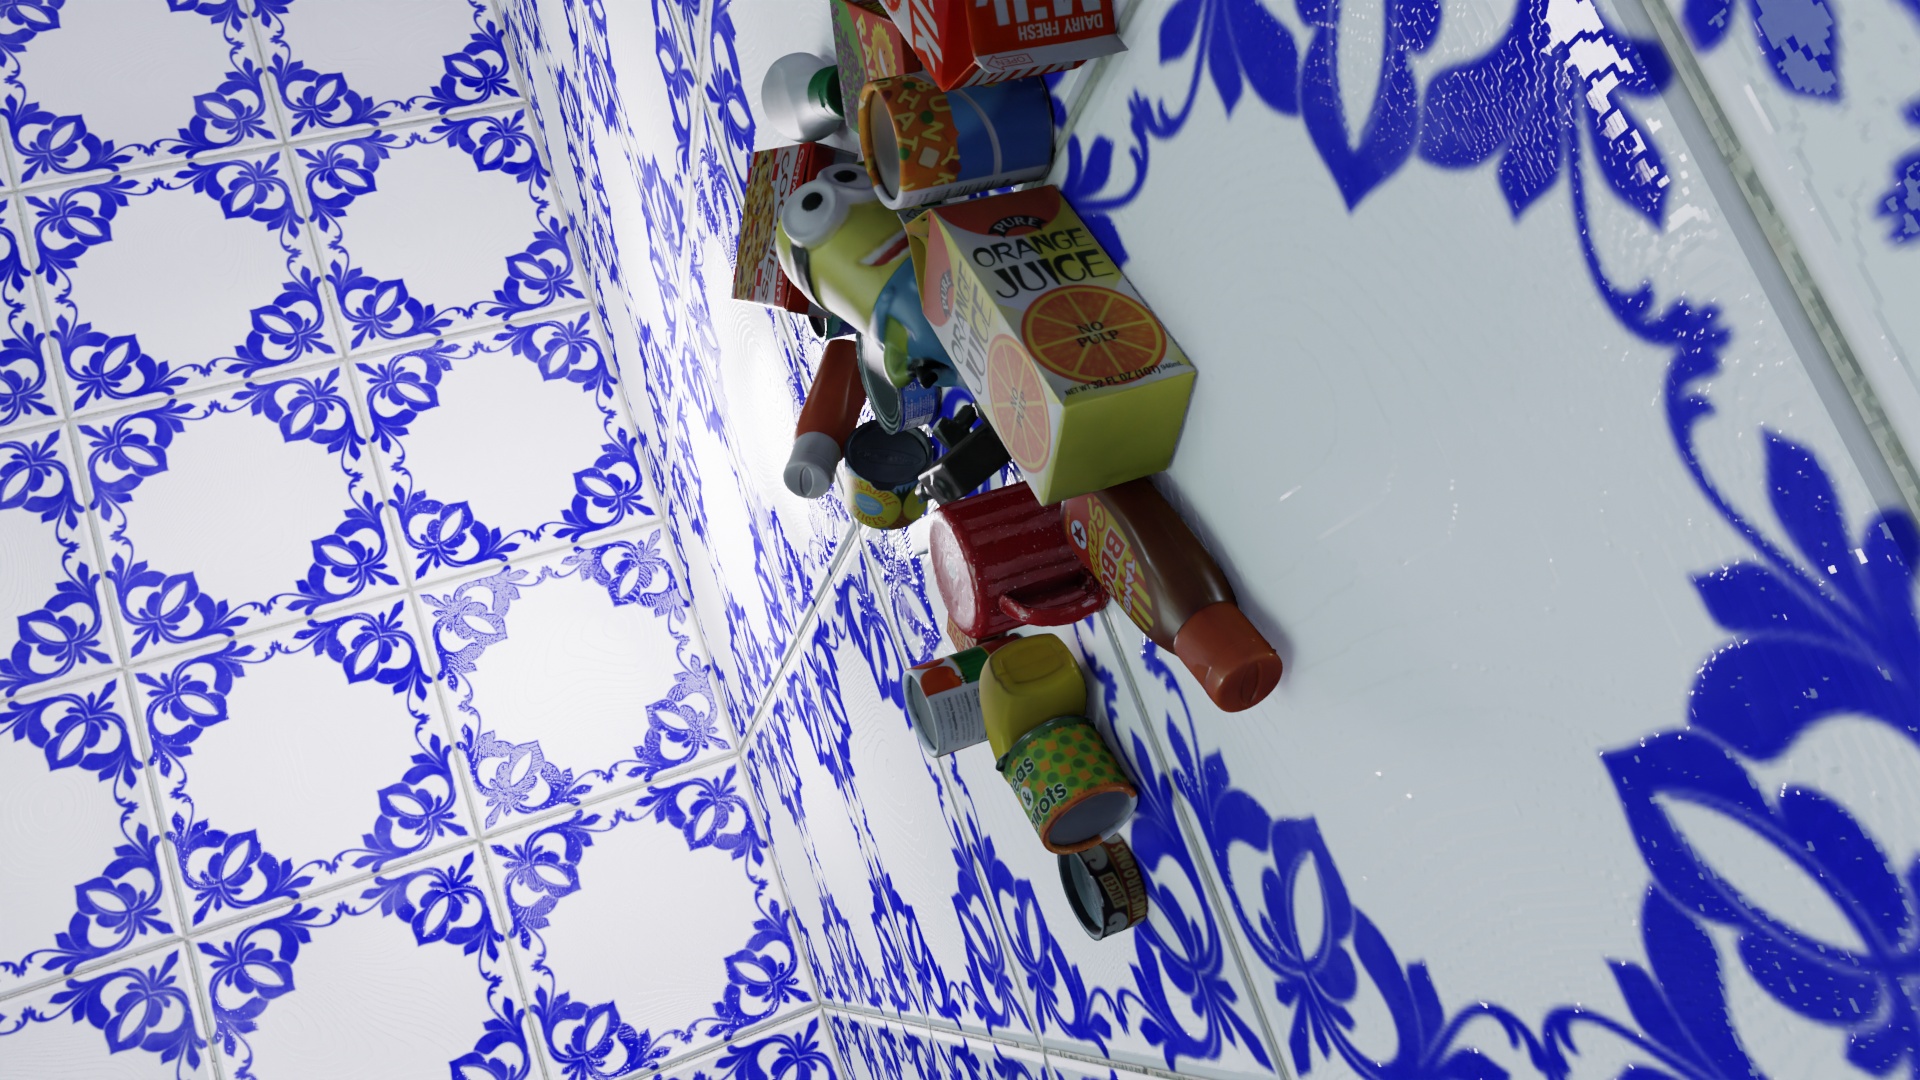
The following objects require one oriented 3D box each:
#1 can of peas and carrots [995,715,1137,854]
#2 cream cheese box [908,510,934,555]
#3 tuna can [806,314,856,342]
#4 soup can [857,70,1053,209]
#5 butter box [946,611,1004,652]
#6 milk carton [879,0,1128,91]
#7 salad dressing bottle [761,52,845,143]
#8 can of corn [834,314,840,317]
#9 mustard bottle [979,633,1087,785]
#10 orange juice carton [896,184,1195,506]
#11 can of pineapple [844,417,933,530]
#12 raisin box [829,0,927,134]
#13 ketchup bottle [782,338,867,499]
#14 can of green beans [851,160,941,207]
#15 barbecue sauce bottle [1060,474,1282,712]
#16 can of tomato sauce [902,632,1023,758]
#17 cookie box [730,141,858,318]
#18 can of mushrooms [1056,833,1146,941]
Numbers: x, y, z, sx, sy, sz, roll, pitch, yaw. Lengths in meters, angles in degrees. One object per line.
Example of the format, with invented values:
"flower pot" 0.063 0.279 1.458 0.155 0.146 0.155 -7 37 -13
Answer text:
"can of peas and carrots" 0.066 0.151 0.857 0.070 0.071 0.059 93 154 -46
"cream cheese box" 0.003 -0.012 0.928 0.103 0.053 0.024 154 101 -72
"tuna can" -0.104 -0.197 1.121 0.071 0.033 0.071 165 89 -73
"soup can" -0.004 -0.214 0.718 0.071 0.084 0.071 165 89 -72
"butter box" 0.012 0.051 1.007 0.103 0.024 0.053 94 154 -48
"milk carton" 0.005 -0.276 0.653 0.073 0.072 0.191 97 151 -51
"salad dressing bottle" -0.102 -0.317 0.991 0.148 0.044 0.064 32 142 63
"can of corn" -0.075 -0.197 0.969 0.071 0.071 0.058 111 138 -62
"mustard bottle" 0.047 0.126 0.907 0.159 0.065 0.049 87 160 -48
"orange juice carton" 0.036 -0.115 0.706 0.072 0.072 0.193 97 150 -50
"can of pineapple" -0.056 -0.048 1.048 0.057 0.071 0.071 97 151 -53
"raisin box" -0.037 -0.279 0.834 0.124 0.040 0.085 -130 29 -54
"ketchup bottle" -0.102 -0.092 1.077 0.149 0.043 0.064 -78 -5 -48
"can of green beans" -0.050 -0.215 0.900 0.071 0.058 0.071 164 89 -72
"barbecue sauce bottle" 0.101 0.021 0.678 0.149 0.044 0.064 -125 25 -44
"can of tomato sauce" 0.009 0.108 0.968 0.071 0.083 0.071 165 89 -72
"cookie box" -0.133 -0.240 1.077 0.167 0.040 0.122 -153 71 -64
"can of mushrooms" 0.092 0.223 0.902 0.071 0.033 0.071 165 89 -73
